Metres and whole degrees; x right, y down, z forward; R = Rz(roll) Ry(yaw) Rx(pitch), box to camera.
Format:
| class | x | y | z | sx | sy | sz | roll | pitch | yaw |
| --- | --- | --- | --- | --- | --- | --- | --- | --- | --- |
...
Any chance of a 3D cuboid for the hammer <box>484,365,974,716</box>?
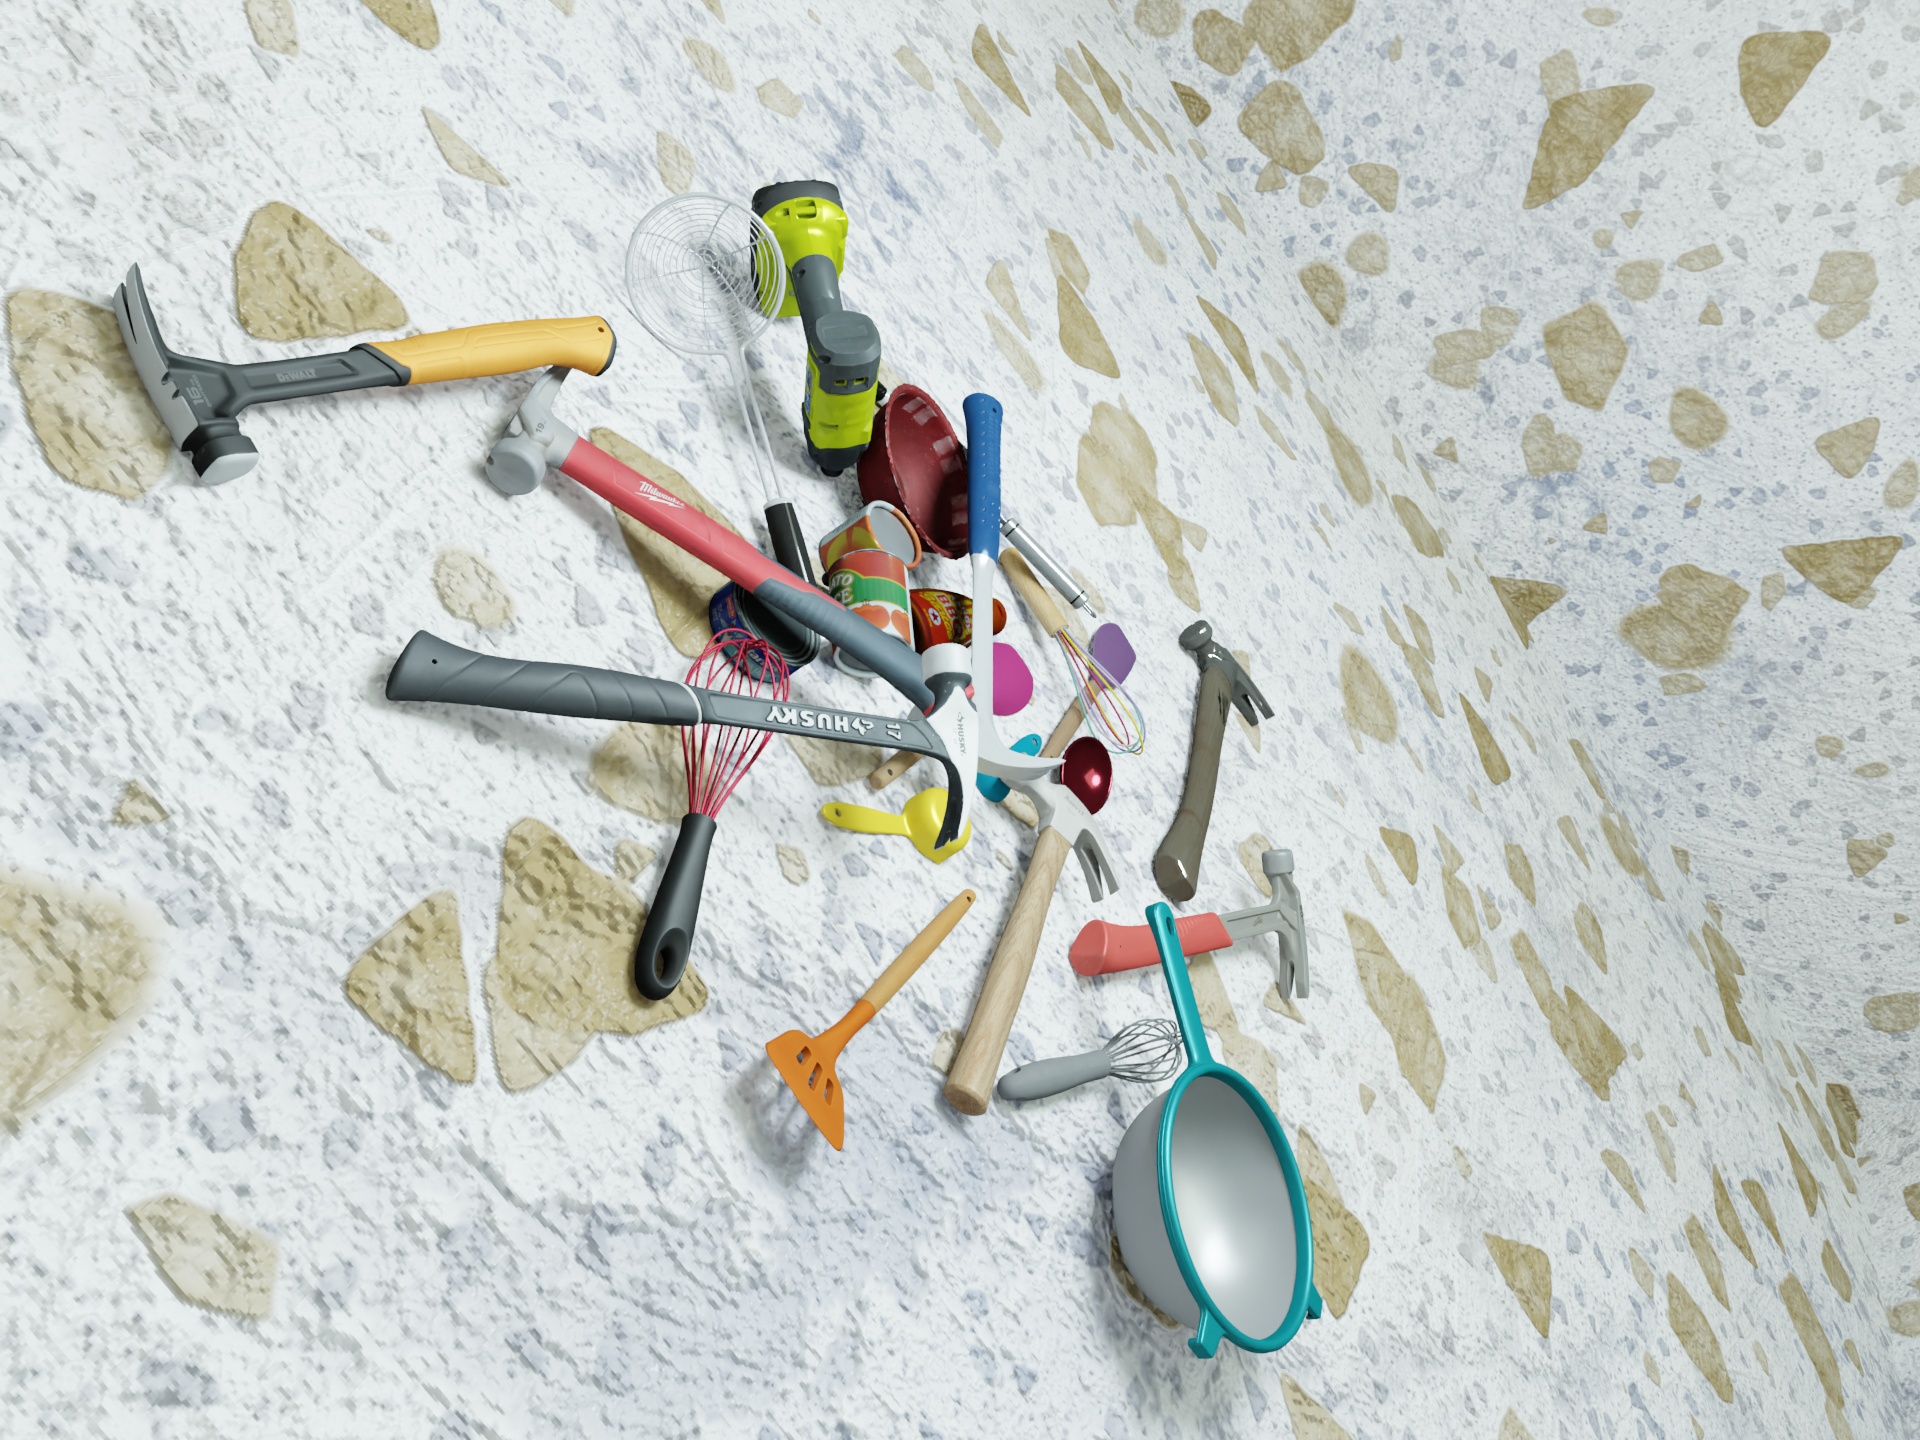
| class | x | y | z | sx | sy | sz | roll | pitch | yaw |
| --- | --- | --- | --- | --- | --- | --- | --- | --- | --- |
| hammer | -0.150 | -0.121 | 1.163 | 0.386 | 0.038 | 0.143 | 32 | 38 | -19 |

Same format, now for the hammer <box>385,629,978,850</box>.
| class | x | y | z | sx | sy | sz | roll | pitch | yaw |
| --- | --- | --- | --- | --- | --- | --- | --- | --- | --- |
| hammer | -0.158 | -0.003 | 1.022 | 0.408 | 0.036 | 0.149 | 8 | 65 | -33 |

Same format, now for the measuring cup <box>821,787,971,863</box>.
| class | x | y | z | sx | sy | sz | roll | pitch | yaw |
| --- | --- | --- | --- | --- | --- | --- | --- | --- | --- |
| measuring cup | -0.046 | 0.073 | 1.218 | 0.156 | 0.029 | 0.062 | 13 | 53 | -52 |

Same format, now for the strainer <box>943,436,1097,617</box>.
| class | x | y | z | sx | sy | sz | roll | pitch | yaw |
| --- | --- | --- | --- | --- | --- | --- | --- | --- | --- |
| strainer | 0.040 | -0.190 | 1.522 | 0.258 | 0.087 | 0.050 | 45 | 77 | -4 |

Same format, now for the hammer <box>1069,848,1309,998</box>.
| class | x | y | z | sx | sy | sz | roll | pitch | yaw |
| --- | --- | --- | --- | --- | --- | --- | --- | --- | --- |
| hammer | 0.219 | 0.205 | 1.458 | 0.359 | 0.037 | 0.149 | -1 | 85 | -50 |

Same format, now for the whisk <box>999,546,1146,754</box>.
| class | x | y | z | sx | sy | sz | roll | pitch | yaw |
| --- | --- | --- | --- | --- | --- | --- | --- | --- | --- |
| whisk | 0.105 | -0.066 | 1.523 | 0.245 | 0.051 | 0.047 | 58 | 10 | 19 |

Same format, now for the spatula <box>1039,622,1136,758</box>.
| class | x | y | z | sx | sy | sz | roll | pitch | yaw |
| --- | --- | --- | --- | --- | --- | --- | --- | --- | --- |
| spatula | 0.123 | -0.025 | 1.551 | 0.059 | 0.018 | 0.316 | 57 | 30 | -12 |

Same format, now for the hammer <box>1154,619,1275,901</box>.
| class | x | y | z | sx | sy | sz | roll | pitch | yaw |
| --- | --- | --- | --- | --- | --- | --- | --- | --- | --- |
| hammer | 0.261 | 0.053 | 1.665 | 0.146 | 0.038 | 0.411 | 49 | 33 | -18 |

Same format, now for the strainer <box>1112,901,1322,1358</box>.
| class | x | y | z | sx | sy | sz | roll | pitch | yaw |
| --- | --- | --- | --- | --- | --- | --- | --- | --- | --- |
| strainer | 0.164 | 0.316 | 1.233 | 0.210 | 0.095 | 0.341 | 13 | 59 | -51 |

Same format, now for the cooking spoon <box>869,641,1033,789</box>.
| class | x | y | z | sx | sy | sz | roll | pitch | yaw |
| --- | --- | --- | --- | --- | --- | --- | --- | --- | --- |
| cooking spoon | -0.002 | -0.004 | 1.358 | 0.069 | 0.017 | 0.319 | 56 | 31 | -4 |

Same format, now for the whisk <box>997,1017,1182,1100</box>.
| class | x | y | z | sx | sy | sz | roll | pitch | yaw |
| --- | --- | --- | --- | --- | --- | --- | --- | --- | --- |
| whisk | 0.106 | 0.271 | 1.257 | 0.238 | 0.055 | 0.055 | 1 | 63 | -49 |

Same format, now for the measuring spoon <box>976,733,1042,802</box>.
| class | x | y | z | sx | sy | sz | roll | pitch | yaw |
| --- | --- | --- | --- | --- | --- | --- | --- | --- | --- |
| measuring spoon | 0.050 | 0.033 | 1.395 | 0.042 | 0.021 | 0.128 | 57 | 33 | -3 |

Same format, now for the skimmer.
| class | x | y | z | sx | sy | sz | roll | pitch | yaw |
| --- | --- | --- | --- | --- | --- | --- | --- | --- | --- |
| skimmer | -0.166 | -0.234 | 1.251 | 0.090 | 0.127 | 0.363 | 70 | 3 | -79 |

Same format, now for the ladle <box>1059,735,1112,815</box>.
| class | x | y | z | sx | sy | sz | roll | pitch | yaw |
| --- | --- | --- | --- | --- | --- | --- | --- | --- | --- |
| ladle | 0.080 | 0.116 | 1.364 | 0.069 | 0.031 | 0.316 | 56 | 32 | -21 |

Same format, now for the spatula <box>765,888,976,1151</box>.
| class | x | y | z | sx | sy | sz | roll | pitch | yaw |
| --- | --- | --- | --- | --- | --- | --- | --- | --- | --- |
| spatula | -0.049 | 0.187 | 1.109 | 0.081 | 0.041 | 0.322 | 56 | 30 | -4 |

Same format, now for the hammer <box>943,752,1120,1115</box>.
| class | x | y | z | sx | sy | sz | roll | pitch | yaw |
| --- | --- | --- | --- | --- | --- | --- | --- | --- | --- |
| hammer | 0.049 | 0.170 | 1.241 | 0.130 | 0.031 | 0.331 | 42 | 39 | -16 |

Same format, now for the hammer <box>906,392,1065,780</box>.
| class | x | y | z | sx | sy | sz | roll | pitch | yaw |
| --- | --- | --- | --- | --- | --- | --- | --- | --- | --- |
| hammer | 0.023 | -0.126 | 1.373 | 0.144 | 0.035 | 0.406 | 26 | 47 | -31 |

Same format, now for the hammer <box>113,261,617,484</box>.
| class | x | y | z | sx | sy | sz | roll | pitch | yaw |
| --- | --- | --- | --- | --- | --- | --- | --- | --- | --- |
| hammer | -0.352 | -0.234 | 1.008 | 0.337 | 0.034 | 0.127 | -26 | 86 | -52 |

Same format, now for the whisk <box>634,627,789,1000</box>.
| class | x | y | z | sx | sy | sz | roll | pitch | yaw |
| --- | --- | --- | --- | --- | --- | --- | --- | --- | --- |
| whisk | -0.166 | 0.052 | 1.046 | 0.073 | 0.073 | 0.296 | 38 | 43 | -31 |

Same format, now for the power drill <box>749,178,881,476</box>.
| class | x | y | z | sx | sy | sz | roll | pitch | yaw |
| --- | --- | --- | --- | --- | --- | --- | --- | --- | --- |
| power drill | -0.122 | -0.333 | 1.358 | 0.080 | 0.171 | 0.223 | -9 | 62 | -14 |
